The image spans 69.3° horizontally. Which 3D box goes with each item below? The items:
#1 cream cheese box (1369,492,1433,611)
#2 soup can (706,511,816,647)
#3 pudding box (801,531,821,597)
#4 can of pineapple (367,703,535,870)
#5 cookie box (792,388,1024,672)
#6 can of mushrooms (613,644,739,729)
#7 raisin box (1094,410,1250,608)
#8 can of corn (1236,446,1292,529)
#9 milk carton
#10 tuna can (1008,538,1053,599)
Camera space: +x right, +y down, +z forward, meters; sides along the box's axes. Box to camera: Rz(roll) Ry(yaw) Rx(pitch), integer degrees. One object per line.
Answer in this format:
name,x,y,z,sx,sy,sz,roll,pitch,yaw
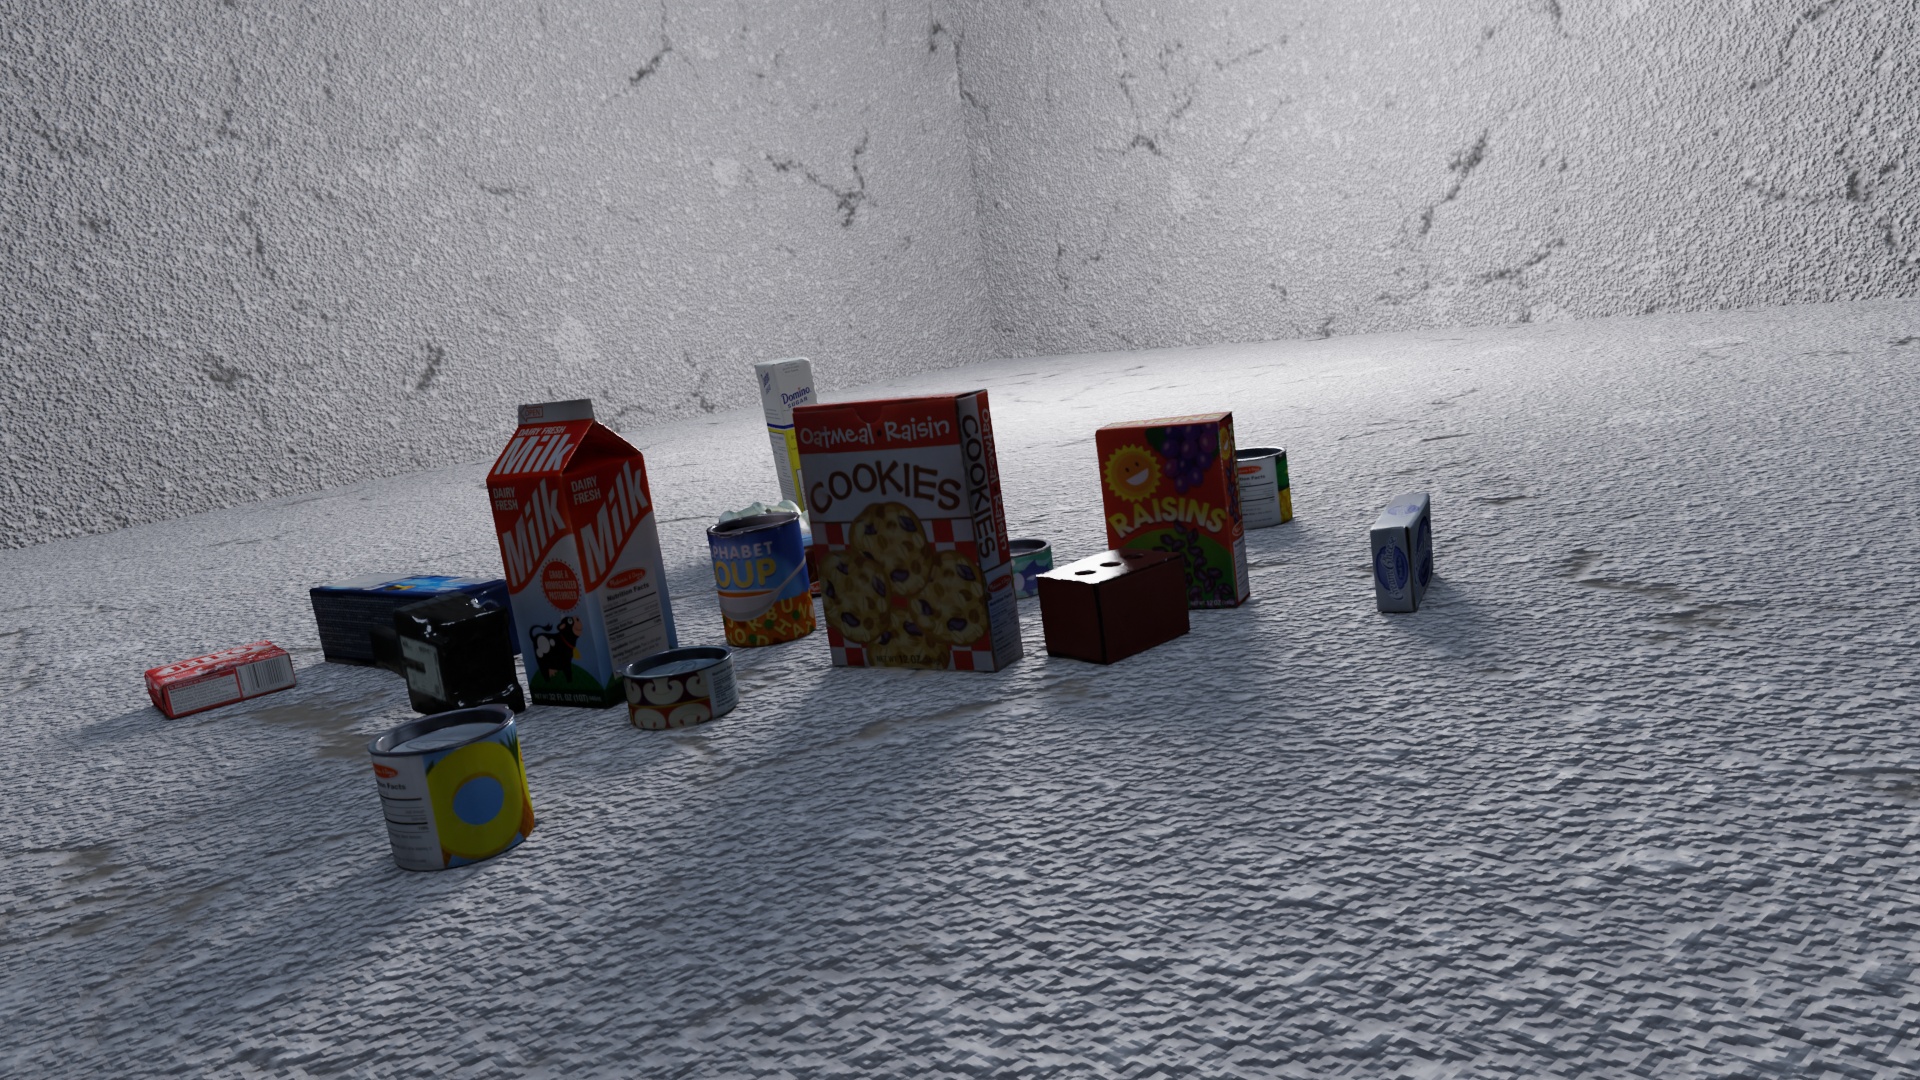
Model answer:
cream cheese box,0.278,0.006,0.869,0.024,0.053,0.104,-3,12,26
soup can,-0.142,0.028,0.984,0.071,0.083,0.071,-8,10,2
pudding box,-0.094,0.014,1.115,0.084,0.049,0.030,-12,11,-20
can of pineapple,-0.239,0.116,0.660,0.071,0.057,0.071,-8,10,2
cookie box,-0.033,-0.005,0.853,0.123,0.167,0.040,-1,12,32
can of mushrooms,-0.169,0.087,0.828,0.071,0.033,0.071,-8,11,2
raisin box,0.140,-0.019,0.913,0.086,0.123,0.040,-3,11,26
can of corn,0.240,-0.044,1.151,0.071,0.058,0.071,-8,10,2
milk carton,-0.243,0.005,0.891,0.072,0.190,0.074,-2,12,32
tuna can,0.035,0.022,1.024,0.071,0.032,0.071,-8,11,2
